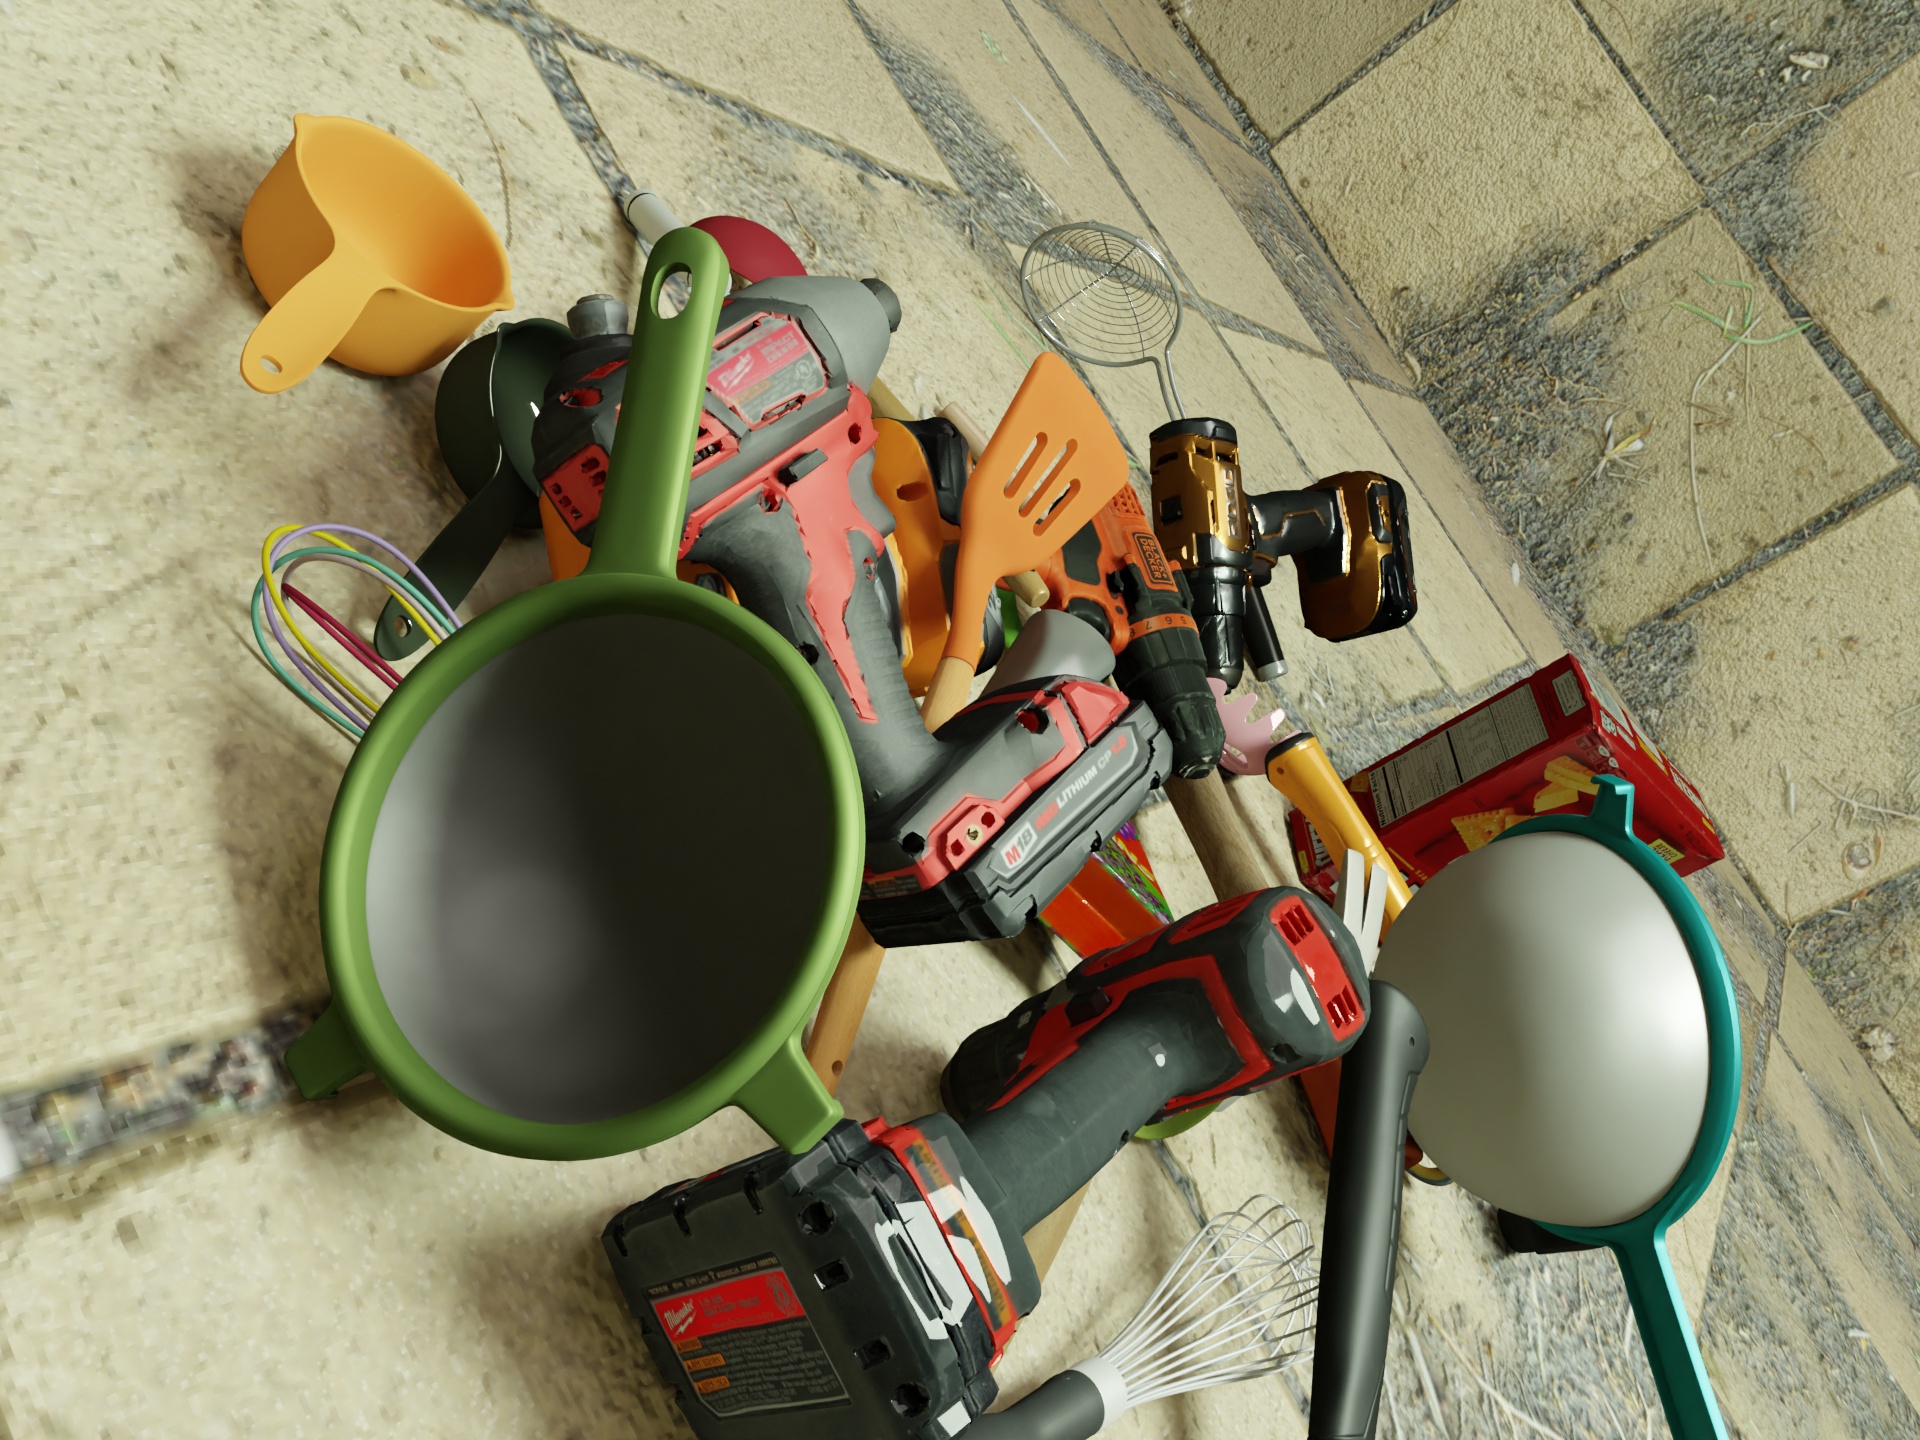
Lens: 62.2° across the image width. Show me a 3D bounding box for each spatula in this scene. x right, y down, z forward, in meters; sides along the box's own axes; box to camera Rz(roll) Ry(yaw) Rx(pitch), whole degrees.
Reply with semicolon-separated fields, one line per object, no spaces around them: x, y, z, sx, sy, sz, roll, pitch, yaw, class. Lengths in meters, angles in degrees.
-0.001;-0.002;0.620;0.080;0.041;0.323;47;50;-41;spatula

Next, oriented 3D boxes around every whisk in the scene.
-0.130;0.038;0.500;0.244;0.051;0.047;51;-8;-17;whisk
0.063;0.234;0.576;0.284;0.070;0.070;0;59;-52;whisk

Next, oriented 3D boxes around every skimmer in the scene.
0.150;-0.196;1.178;0.090;0.127;0.363;-15;82;-38;skimmer

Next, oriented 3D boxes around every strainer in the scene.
-0.084;-0.009;0.442;0.069;0.151;0.256;48;46;-67;strainer
0.275;0.206;0.752;0.095;0.211;0.341;3;59;-20;strainer
-0.113;-0.199;0.738;0.086;0.050;0.259;13;27;-39;strainer

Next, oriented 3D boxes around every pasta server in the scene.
0.099;-0.080;1.002;0.316;0.060;0.040;49;64;-5;pasta server

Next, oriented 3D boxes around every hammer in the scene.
0.283;0.154;0.938;0.034;0.127;0.337;-24;77;-25;hammer
0.130;0.039;0.856;0.031;0.130;0.332;30;28;-34;hammer
0.137;0.247;0.581;0.146;0.035;0.335;40;49;-30;hammer

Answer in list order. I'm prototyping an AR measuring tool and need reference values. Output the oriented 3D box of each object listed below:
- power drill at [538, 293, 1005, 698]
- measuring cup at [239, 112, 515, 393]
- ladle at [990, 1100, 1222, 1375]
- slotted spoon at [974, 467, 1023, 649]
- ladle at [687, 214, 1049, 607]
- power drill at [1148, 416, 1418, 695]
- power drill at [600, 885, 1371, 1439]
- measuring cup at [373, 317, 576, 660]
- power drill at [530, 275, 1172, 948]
-0.074;-0.077;0.633;0.226;0.084;0.164;-11;91;-60;power drill
-0.220;-0.144;0.552;0.095;0.052;0.174;41;32;-24;measuring cup
0.048;0.178;0.585;0.062;0.078;0.320;14;20;17;ladle
0.046;-0.001;0.839;0.070;0.031;0.314;3;58;-48;slotted spoon
-0.048;-0.163;0.783;0.069;0.031;0.316;-2;46;-47;ladle
0.224;-0.103;1.113;0.226;0.084;0.185;5;77;-40;power drill
0.005;0.134;0.500;0.226;0.188;0.080;-24;84;-44;power drill
-0.175;-0.078;0.568;0.083;0.038;0.168;60;36;-35;measuring cup
-0.029;-0.043;0.539;0.143;0.078;0.219;-42;106;-34;power drill
